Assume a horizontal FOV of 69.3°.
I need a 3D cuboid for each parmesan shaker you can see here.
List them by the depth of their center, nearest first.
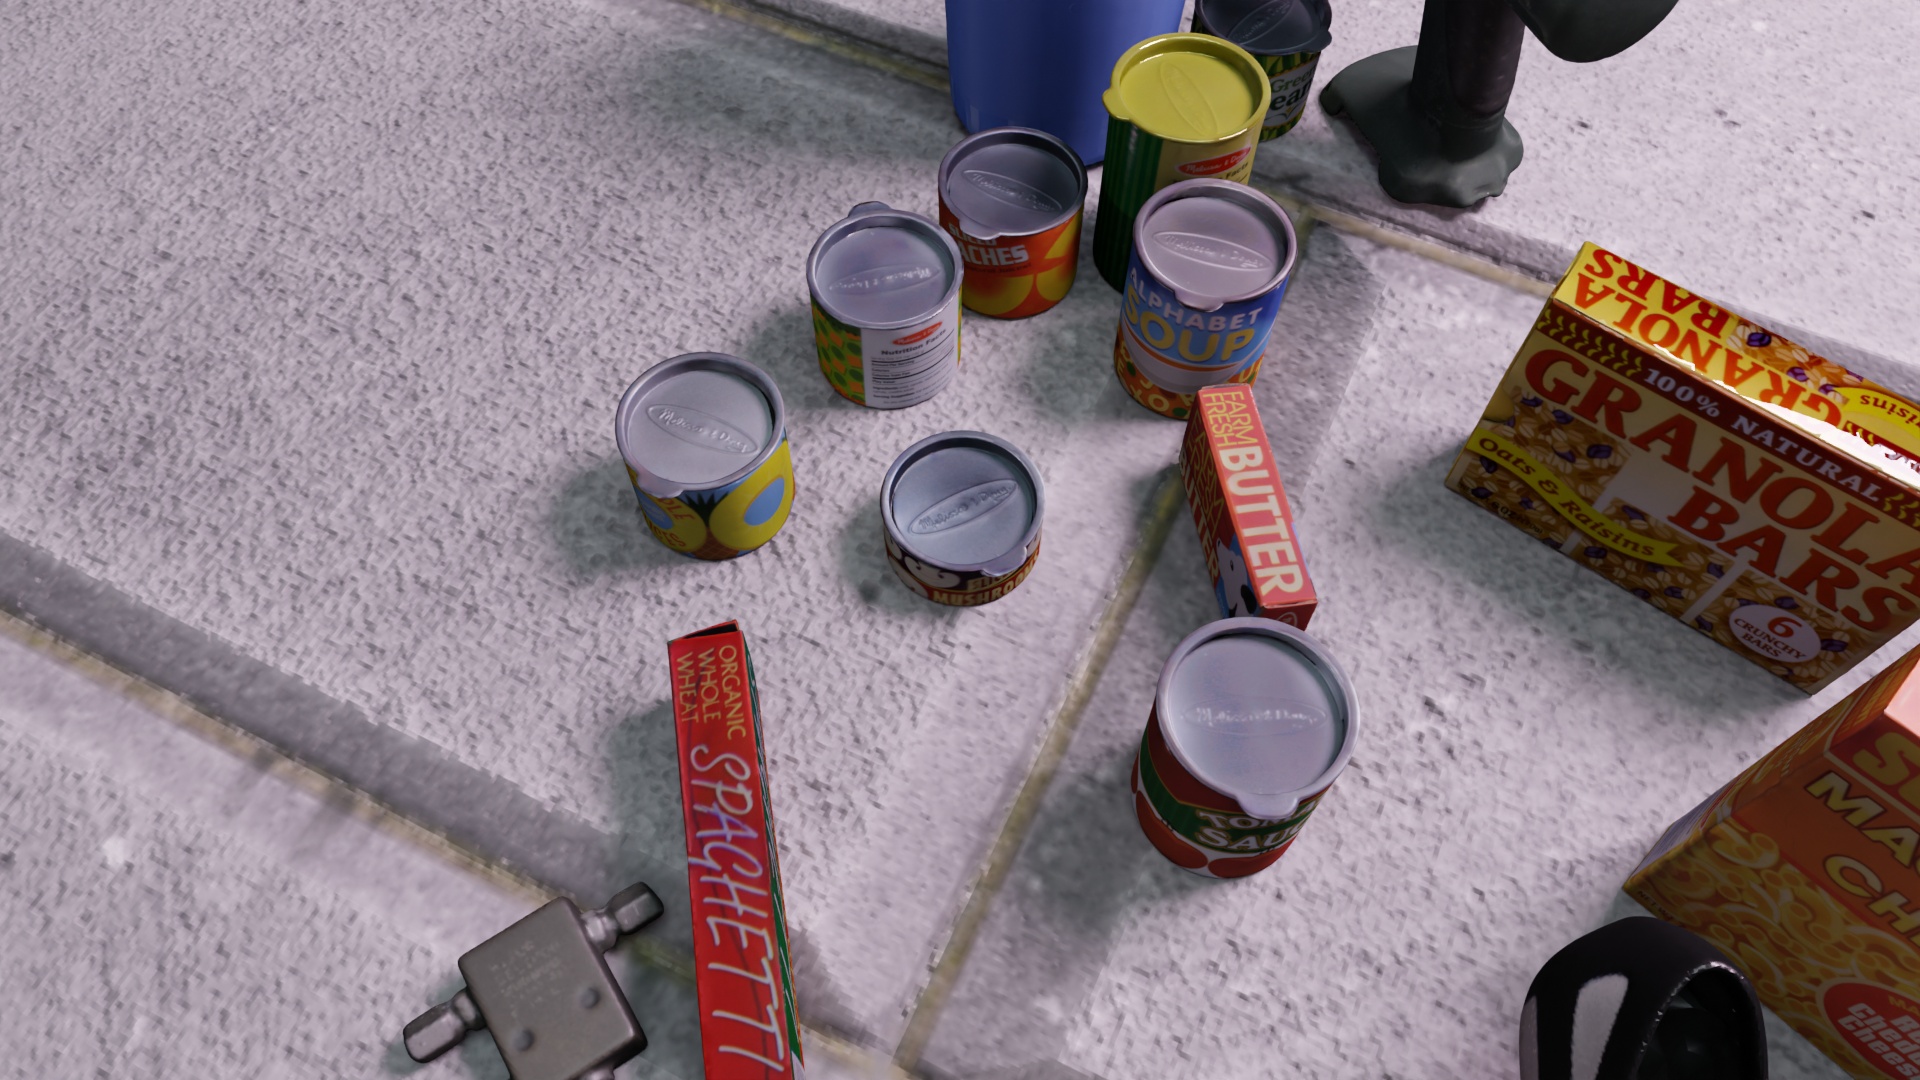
[{"bbox_3d":[0.092,-0.162,0.618,0.071,0.102,0.071,0,59,0],"label":"parmesan shaker"}]

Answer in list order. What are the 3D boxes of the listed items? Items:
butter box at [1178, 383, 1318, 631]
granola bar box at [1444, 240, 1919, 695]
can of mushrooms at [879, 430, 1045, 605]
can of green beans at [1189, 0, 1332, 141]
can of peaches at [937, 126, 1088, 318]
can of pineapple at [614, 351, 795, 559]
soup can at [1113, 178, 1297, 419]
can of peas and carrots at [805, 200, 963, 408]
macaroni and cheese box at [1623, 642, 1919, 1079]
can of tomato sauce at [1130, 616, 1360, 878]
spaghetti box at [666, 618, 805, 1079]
[{"bbox_3d":[0.113,-0.007,0.554,0.024,0.053,0.104,-7,60,-5],"label":"butter box"},{"bbox_3d":[0.282,-0.023,0.525,0.166,0.123,0.039,34,65,18],"label":"granola bar box"},{"bbox_3d":[0.002,-0.007,0.564,0.071,0.033,0.071,0,59,-1],"label":"can of mushrooms"},{"bbox_3d":[0.145,-0.242,0.693,0.071,0.057,0.071,0,59,-1],"label":"can of green beans"},{"bbox_3d":[0.021,-0.142,0.631,0.071,0.057,0.071,0,59,-1],"label":"can of peaches"},{"bbox_3d":[-0.103,-0.032,0.564,0.071,0.057,0.071,0,59,-1],"label":"can of pineapple"},{"bbox_3d":[0.101,-0.099,0.591,0.071,0.083,0.071,0,59,0],"label":"soup can"},{"bbox_3d":[-0.033,-0.102,0.606,0.071,0.058,0.071,0,59,-1],"label":"can of peas and carrots"},{"bbox_3d":[0.297,0.111,0.421,0.040,0.165,0.124,-41,68,-21],"label":"macaroni and cheese box"},{"bbox_3d":[0.097,0.077,0.487,0.071,0.082,0.071,0,59,-1],"label":"can of tomato sauce"},{"bbox_3d":[-0.070,0.148,0.461,0.029,0.050,0.251,-9,60,-6],"label":"spaghetti box"}]
